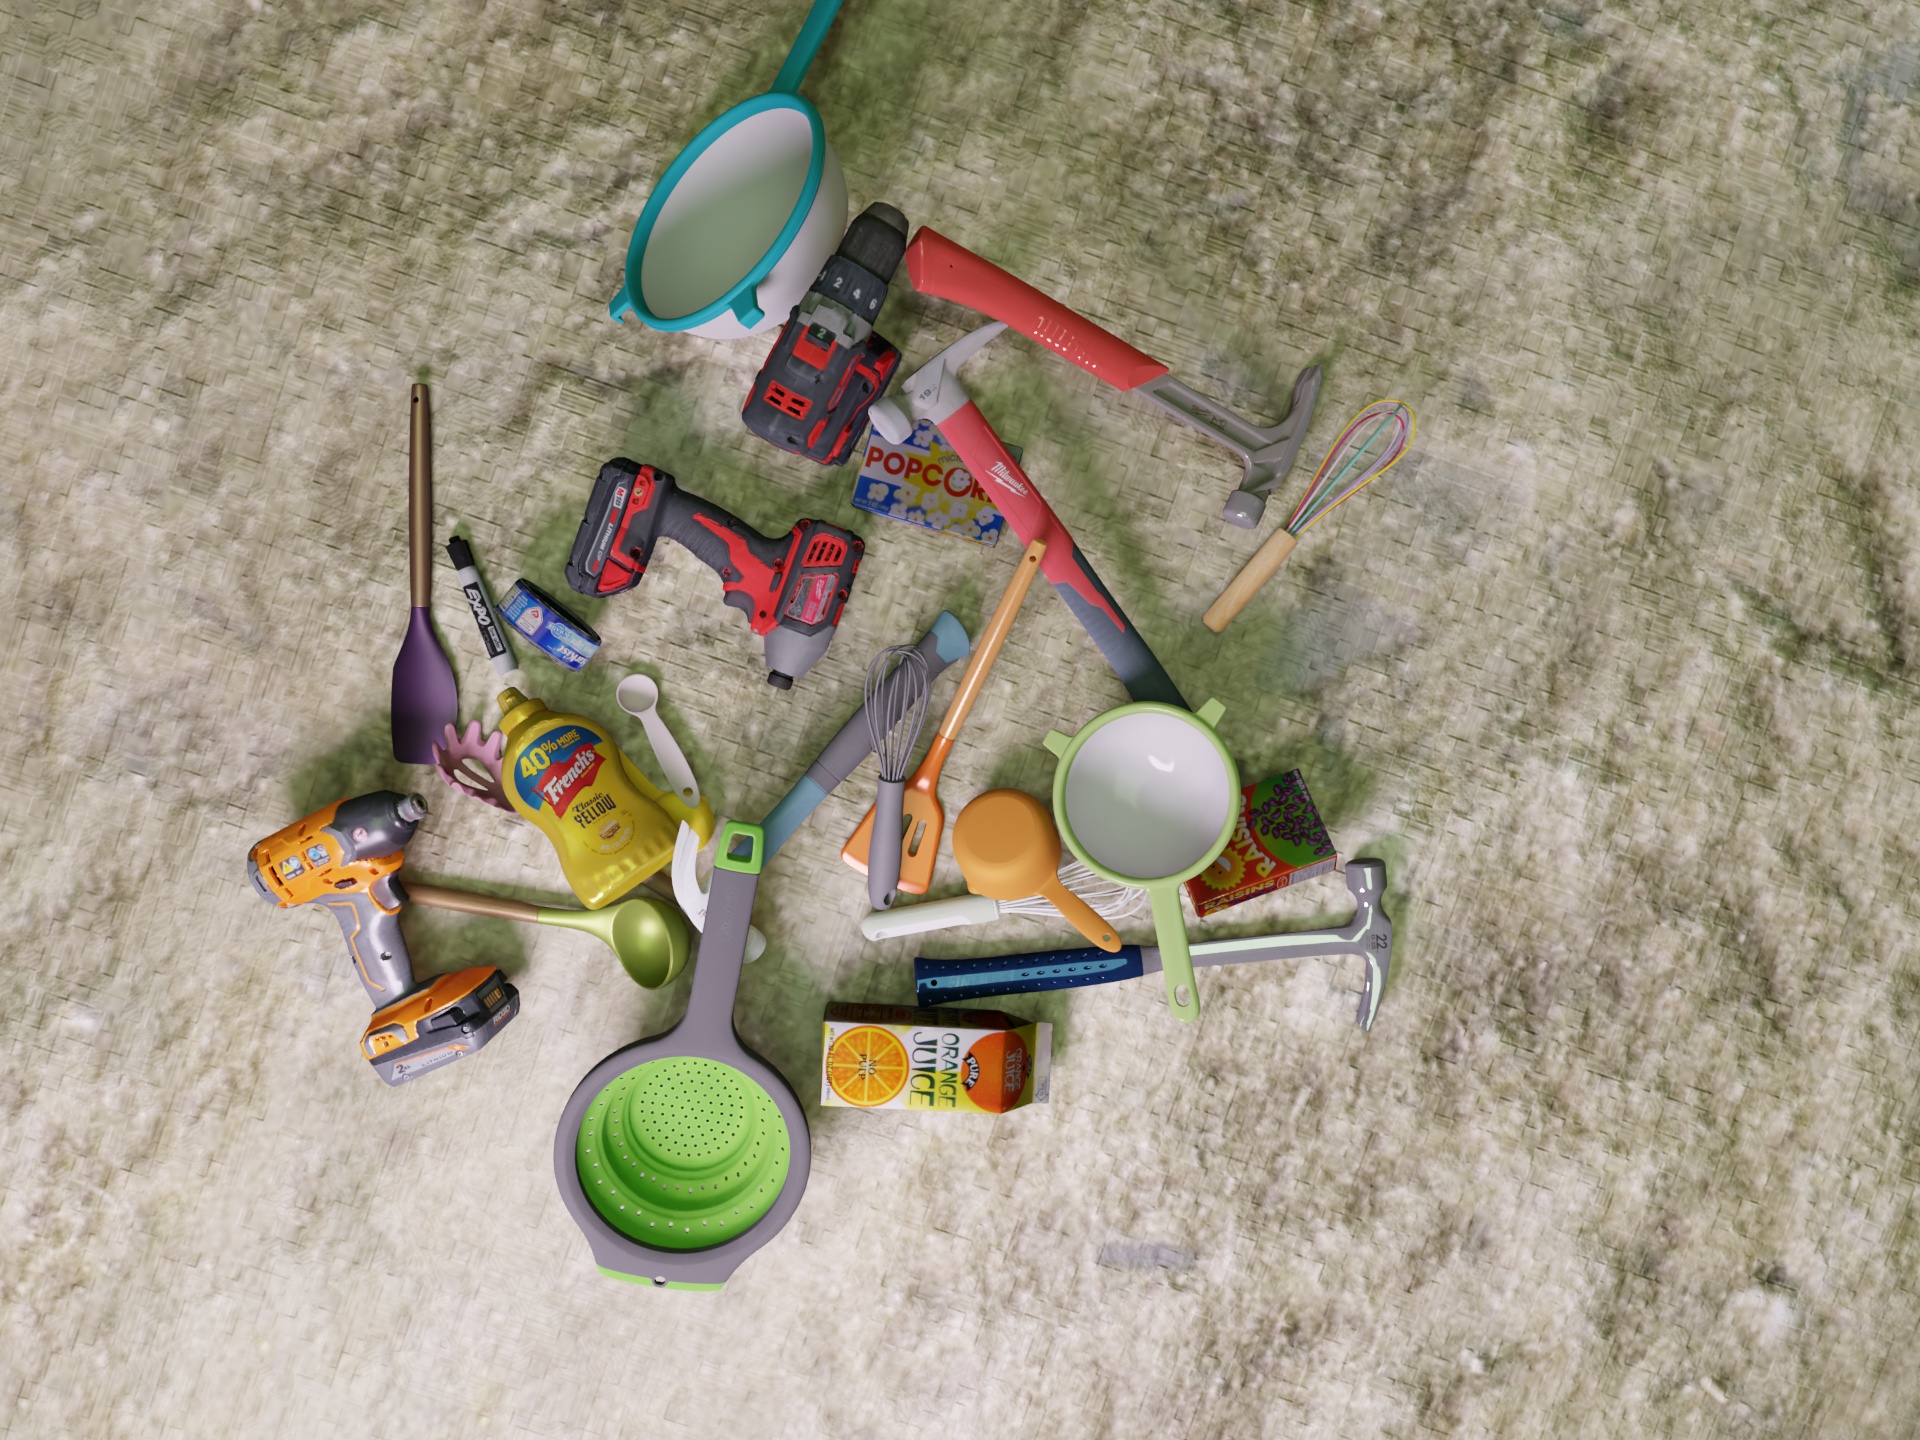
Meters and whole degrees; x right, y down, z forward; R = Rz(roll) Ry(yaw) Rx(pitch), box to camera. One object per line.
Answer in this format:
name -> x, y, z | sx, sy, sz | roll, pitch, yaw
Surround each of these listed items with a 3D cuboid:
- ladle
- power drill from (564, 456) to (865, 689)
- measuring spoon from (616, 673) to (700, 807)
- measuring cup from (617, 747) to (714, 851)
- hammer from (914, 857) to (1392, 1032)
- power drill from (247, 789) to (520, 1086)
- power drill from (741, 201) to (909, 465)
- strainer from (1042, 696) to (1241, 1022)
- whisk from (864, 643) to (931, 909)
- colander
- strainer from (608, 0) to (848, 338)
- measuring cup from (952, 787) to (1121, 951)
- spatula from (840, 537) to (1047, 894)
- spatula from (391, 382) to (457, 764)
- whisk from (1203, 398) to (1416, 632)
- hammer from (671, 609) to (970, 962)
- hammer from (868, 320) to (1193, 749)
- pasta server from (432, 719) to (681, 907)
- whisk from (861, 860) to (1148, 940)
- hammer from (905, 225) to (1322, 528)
ladle -> -0.381, 0.163, 1.326 | 0.320, 0.062, 0.078 | 10, 109, 1
power drill -> -0.201, -0.120, 1.304 | 0.219, 0.078, 0.143 | 20, 93, -5
measuring spoon -> -0.250, 0.019, 1.330 | 0.034, 0.018, 0.124 | -27, 85, -14
measuring cup -> -0.273, 0.054, 1.332 | 0.156, 0.029, 0.062 | 43, 92, -5
hammer -> 0.165, 0.208, 1.348 | 0.405, 0.035, 0.144 | -6, 93, -1
power drill -> -0.454, 0.167, 1.286 | 0.164, 0.084, 0.226 | -25, 100, 20
power drill -> -0.094, -0.287, 1.217 | 0.080, 0.227, 0.188 | 28, 93, -3
strainer -> 0.164, 0.114, 1.287 | 0.151, 0.069, 0.256 | -12, 82, 15
whisk -> -0.057, 0.049, 1.293 | 0.055, 0.055, 0.238 | 5, 112, -1
colander -> -0.209, 0.262, 1.298 | 0.204, 0.094, 0.397 | 11, 101, -7
strainer -> -0.135, -0.437, 1.267 | 0.095, 0.211, 0.340 | 33, 78, -45
measuring cup -> 0.064, 0.123, 1.291 | 0.095, 0.052, 0.174 | -44, 60, -10
spatula -> -0.002, -0.004, 1.303 | 0.081, 0.041, 0.322 | 25, 113, -2
spatula -> -0.448, -0.120, 1.325 | 0.060, 0.018, 0.316 | 1, 94, 8
whisk -> 0.291, -0.169, 1.326 | 0.047, 0.051, 0.245 | 40, 95, -9
hammer -> -0.109, 0.043, 1.310 | 0.331, 0.033, 0.128 | -48, 126, -7
hammer -> 0.095, -0.139, 1.299 | 0.143, 0.038, 0.386 | -40, 103, -10
pasta server -> -0.301, 0.103, 1.332 | 0.316, 0.040, 0.060 | 32, 54, -5
whisk -> 0.037, 0.155, 1.339 | 0.246, 0.057, 0.059 | -11, 59, 4
hammer -> 0.121, -0.297, 1.263 | 0.359, 0.037, 0.149 | 26, 83, -18
